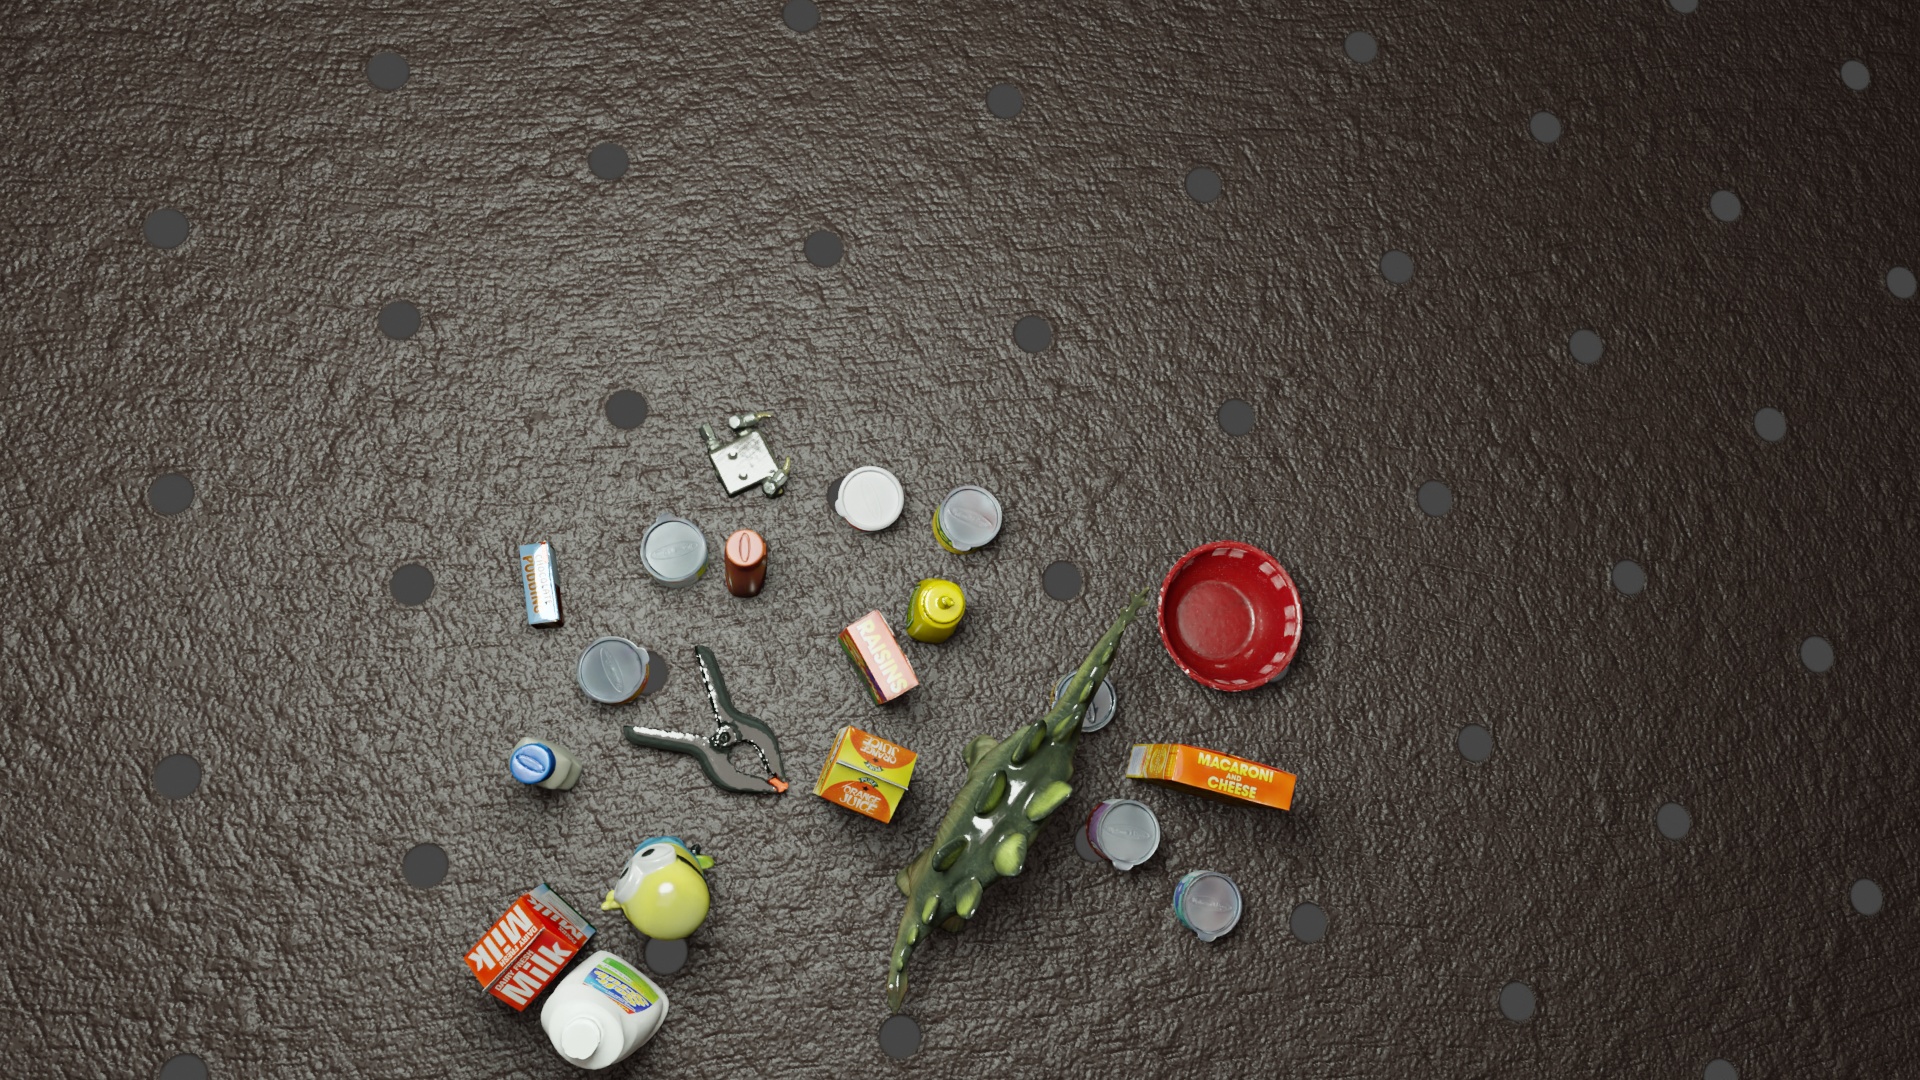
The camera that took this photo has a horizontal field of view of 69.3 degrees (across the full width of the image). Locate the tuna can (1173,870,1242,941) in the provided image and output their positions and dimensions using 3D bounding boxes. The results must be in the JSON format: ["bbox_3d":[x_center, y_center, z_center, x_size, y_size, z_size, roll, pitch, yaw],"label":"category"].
[{"bbox_3d":[0.259,0.383,1.459,0.071,0.032,0.071,1,80,-9],"label":"tuna can"}]

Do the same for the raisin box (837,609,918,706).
[{"bbox_3d":[-0.084,0.121,1.405,0.040,0.123,0.086,-28,86,-12],"label":"raisin box"}]

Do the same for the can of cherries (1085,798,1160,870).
[{"bbox_3d":[0.167,0.305,1.445,0.071,0.058,0.071,1,80,-9],"label":"can of cherries"}]

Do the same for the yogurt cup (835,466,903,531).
[{"bbox_3d":[-0.097,-0.040,1.466,0.072,0.054,0.072,1,80,-9],"label":"yogurt cup"}]

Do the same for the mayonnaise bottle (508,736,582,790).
[{"bbox_3d":[-0.400,0.213,1.326,0.065,0.148,0.041,29,78,-3],"label":"mayonnaise bottle"}]

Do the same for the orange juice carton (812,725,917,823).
[{"bbox_3d":[-0.093,0.227,1.349,0.072,0.192,0.073,24,78,-4],"label":"orange juice carton"}]

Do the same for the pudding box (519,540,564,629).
[{"bbox_3d":[-0.422,0.046,1.403,0.030,0.049,0.084,-9,82,-10],"label":"pudding box"}]

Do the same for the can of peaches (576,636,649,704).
[{"bbox_3d":[-0.346,0.131,1.395,0.071,0.058,0.071,1,80,-9],"label":"can of peaches"}]

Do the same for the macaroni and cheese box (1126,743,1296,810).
[{"bbox_3d":[0.251,0.239,1.414,0.124,0.166,0.040,16,79,-6],"label":"macaroni and cheese box"}]

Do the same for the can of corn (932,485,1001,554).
[{"bbox_3d":[0.005,-0.019,1.476,0.071,0.058,0.071,1,80,-9],"label":"can of corn"}]

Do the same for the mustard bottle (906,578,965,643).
[{"bbox_3d":[-0.023,0.067,1.405,0.049,0.160,0.065,12,79,-7],"label":"mustard bottle"}]

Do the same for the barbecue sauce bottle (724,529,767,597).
[{"bbox_3d":[-0.215,0.018,1.389,0.044,0.148,0.065,1,81,-9],"label":"barbecue sauce bottle"}]

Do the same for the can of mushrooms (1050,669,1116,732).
[{"bbox_3d":[0.128,0.171,1.475,0.071,0.033,0.071,1,80,-9],"label":"can of mushrooms"}]

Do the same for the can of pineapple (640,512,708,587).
[{"bbox_3d":[-0.292,0.011,1.425,0.071,0.057,0.071,1,80,-9],"label":"can of pineapple"}]

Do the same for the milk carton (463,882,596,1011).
[{"bbox_3d":[-0.396,0.373,1.277,0.073,0.190,0.072,42,77,0],"label":"milk carton"}]
